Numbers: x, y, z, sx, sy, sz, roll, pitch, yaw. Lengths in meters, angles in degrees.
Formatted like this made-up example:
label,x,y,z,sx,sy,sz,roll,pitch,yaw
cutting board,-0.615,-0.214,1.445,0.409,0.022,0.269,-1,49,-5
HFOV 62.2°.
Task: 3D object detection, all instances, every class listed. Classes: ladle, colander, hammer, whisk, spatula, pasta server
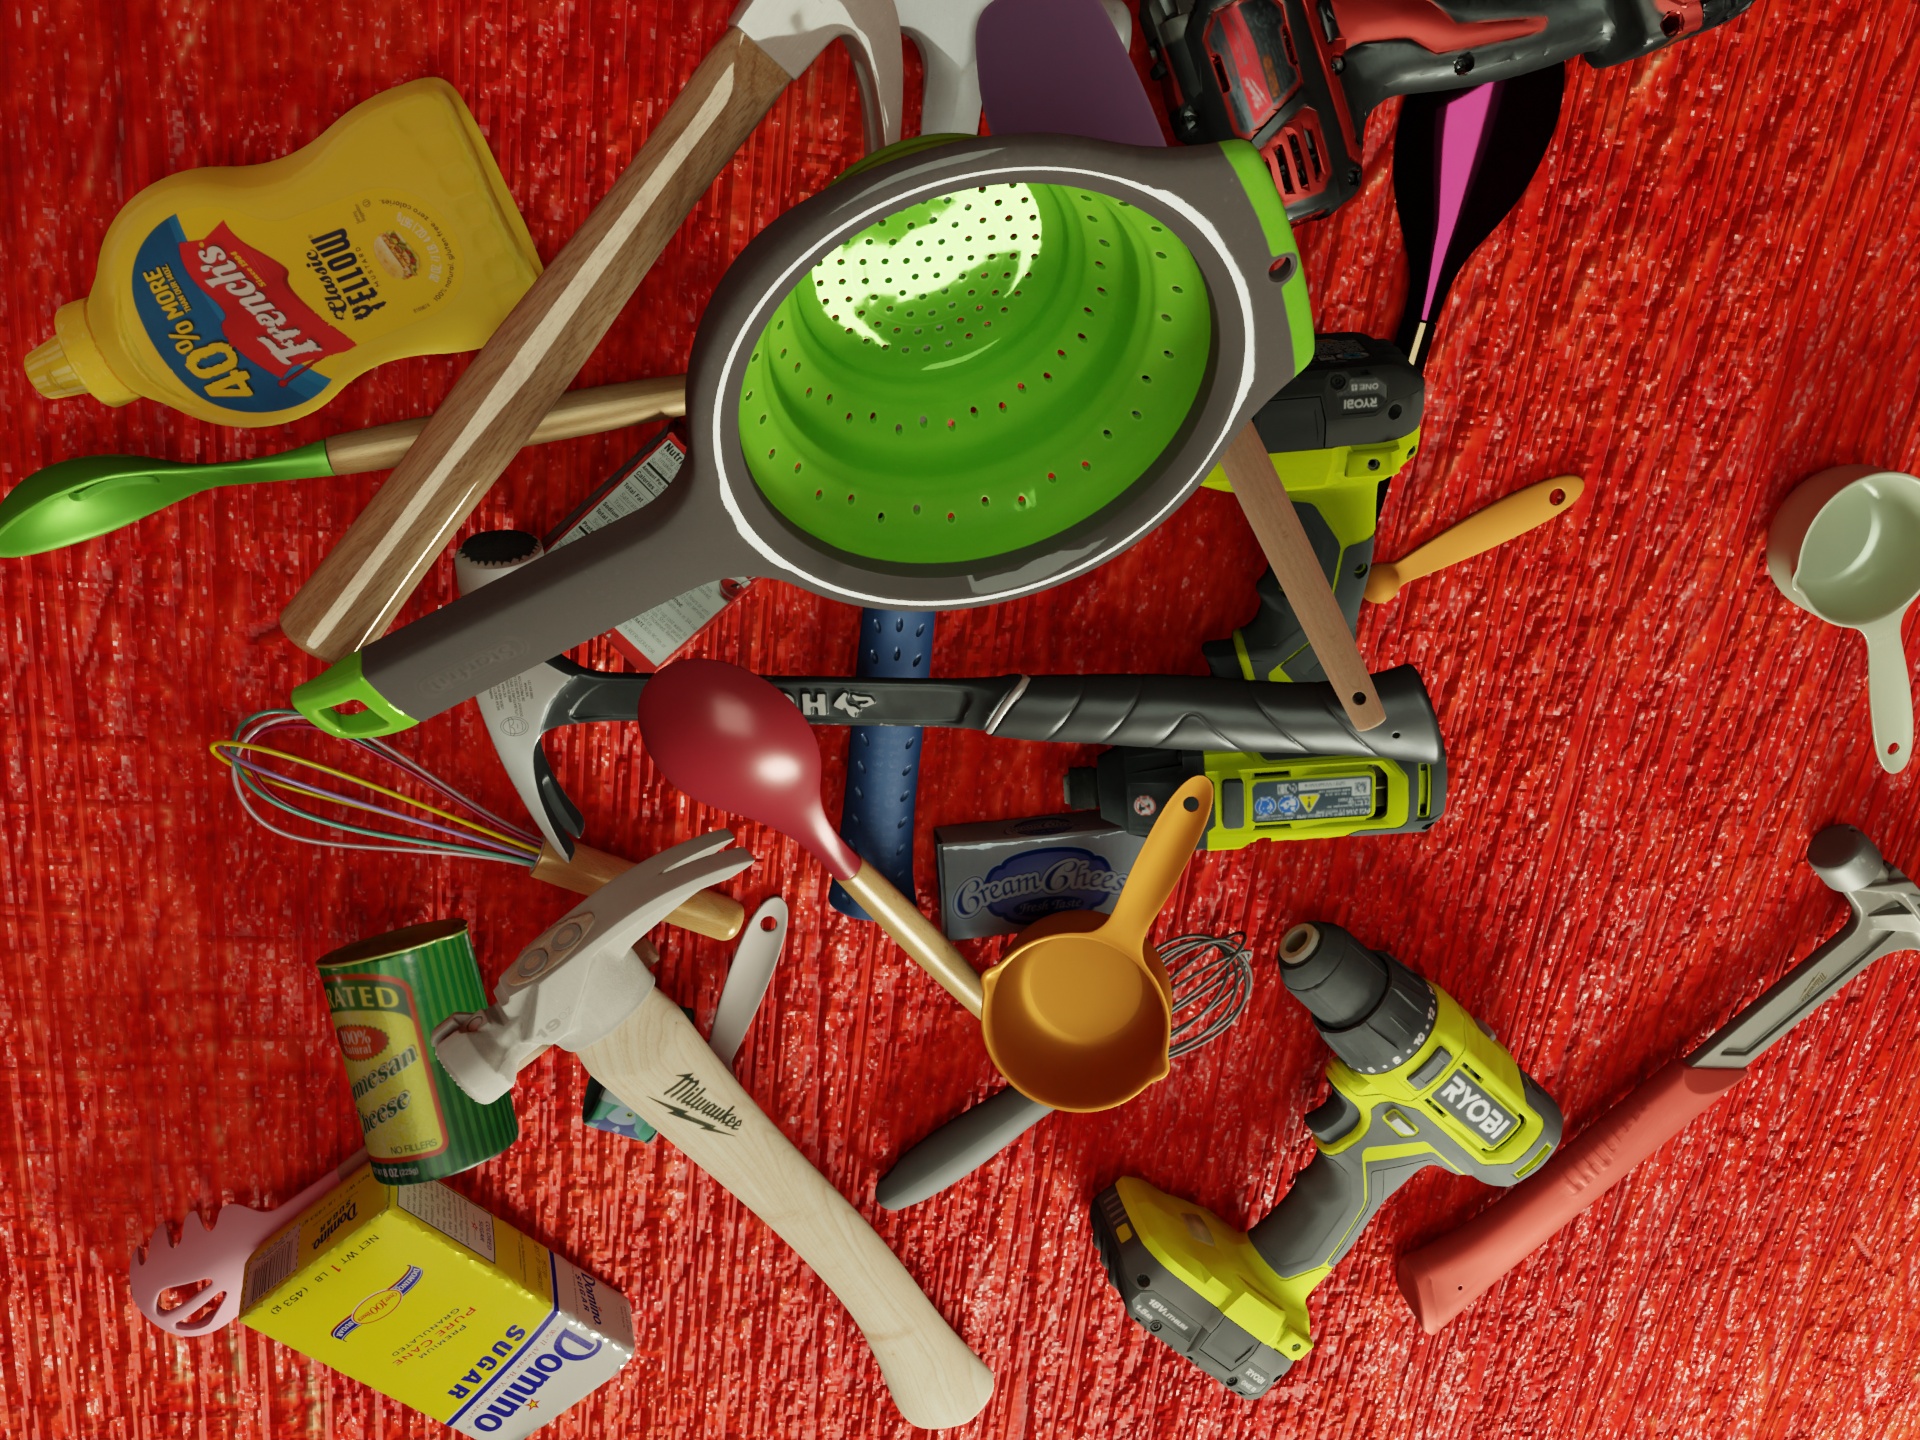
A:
label,x,y,z,sx,sy,sz,roll,pitch,yaw
ladle,-0.039,0.076,0.703,0.069,0.031,0.315,-15,140,21
colander,-0.075,-0.108,0.589,0.397,0.095,0.204,-24,143,9
hammer,-0.001,-0.002,0.674,0.409,0.036,0.149,2,121,1
hammer,-0.143,-0.153,0.593,0.130,0.031,0.331,35,99,-29
whisk,-0.213,0.052,0.719,0.244,0.051,0.047,23,127,-21
whisk,0.051,0.180,0.810,0.239,0.055,0.055,-37,113,11
hammer,-0.071,0.225,0.764,0.146,0.038,0.410,-38,127,-10
spatula,0.091,-0.137,0.618,0.060,0.018,0.316,-26,96,17
hammer,0.394,0.221,0.886,0.359,0.037,0.149,-43,112,8
pasta server,-0.275,0.201,0.772,0.316,0.040,0.060,-37,113,2
hammer,-0.026,-0.100,0.688,0.144,0.035,0.405,3,111,-11

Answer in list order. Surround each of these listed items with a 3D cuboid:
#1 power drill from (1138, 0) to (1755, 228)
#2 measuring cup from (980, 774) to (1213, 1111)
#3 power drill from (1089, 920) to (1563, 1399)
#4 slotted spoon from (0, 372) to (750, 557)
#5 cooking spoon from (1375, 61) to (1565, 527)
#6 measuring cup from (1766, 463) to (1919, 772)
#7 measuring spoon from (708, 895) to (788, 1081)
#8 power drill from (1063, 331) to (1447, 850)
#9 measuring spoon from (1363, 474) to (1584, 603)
label,x,y,z,sx,sy,sz,roll,pitch,yaw
power drill,0.174,-0.311,0.615,0.226,0.080,0.188,-22,102,3
measuring cup,0.074,0.096,0.739,0.095,0.052,0.173,27,103,4
power drill,0.178,0.225,0.830,0.190,0.080,0.228,41,97,-21
slotted spoon,-0.227,-0.111,0.641,0.313,0.070,0.031,-12,90,-8
cooking spoon,0.199,-0.154,0.714,0.068,0.017,0.318,10,109,-10
measuring cup,0.445,-0.049,0.788,0.083,0.038,0.167,-23,115,0
measuring spoon,-0.111,0.140,0.783,0.034,0.018,0.124,19,100,-16
power drill,0.125,-0.049,0.705,0.171,0.080,0.223,-4,113,5
measuring spoon,0.243,-0.086,0.752,0.117,0.011,0.021,-27,113,2
